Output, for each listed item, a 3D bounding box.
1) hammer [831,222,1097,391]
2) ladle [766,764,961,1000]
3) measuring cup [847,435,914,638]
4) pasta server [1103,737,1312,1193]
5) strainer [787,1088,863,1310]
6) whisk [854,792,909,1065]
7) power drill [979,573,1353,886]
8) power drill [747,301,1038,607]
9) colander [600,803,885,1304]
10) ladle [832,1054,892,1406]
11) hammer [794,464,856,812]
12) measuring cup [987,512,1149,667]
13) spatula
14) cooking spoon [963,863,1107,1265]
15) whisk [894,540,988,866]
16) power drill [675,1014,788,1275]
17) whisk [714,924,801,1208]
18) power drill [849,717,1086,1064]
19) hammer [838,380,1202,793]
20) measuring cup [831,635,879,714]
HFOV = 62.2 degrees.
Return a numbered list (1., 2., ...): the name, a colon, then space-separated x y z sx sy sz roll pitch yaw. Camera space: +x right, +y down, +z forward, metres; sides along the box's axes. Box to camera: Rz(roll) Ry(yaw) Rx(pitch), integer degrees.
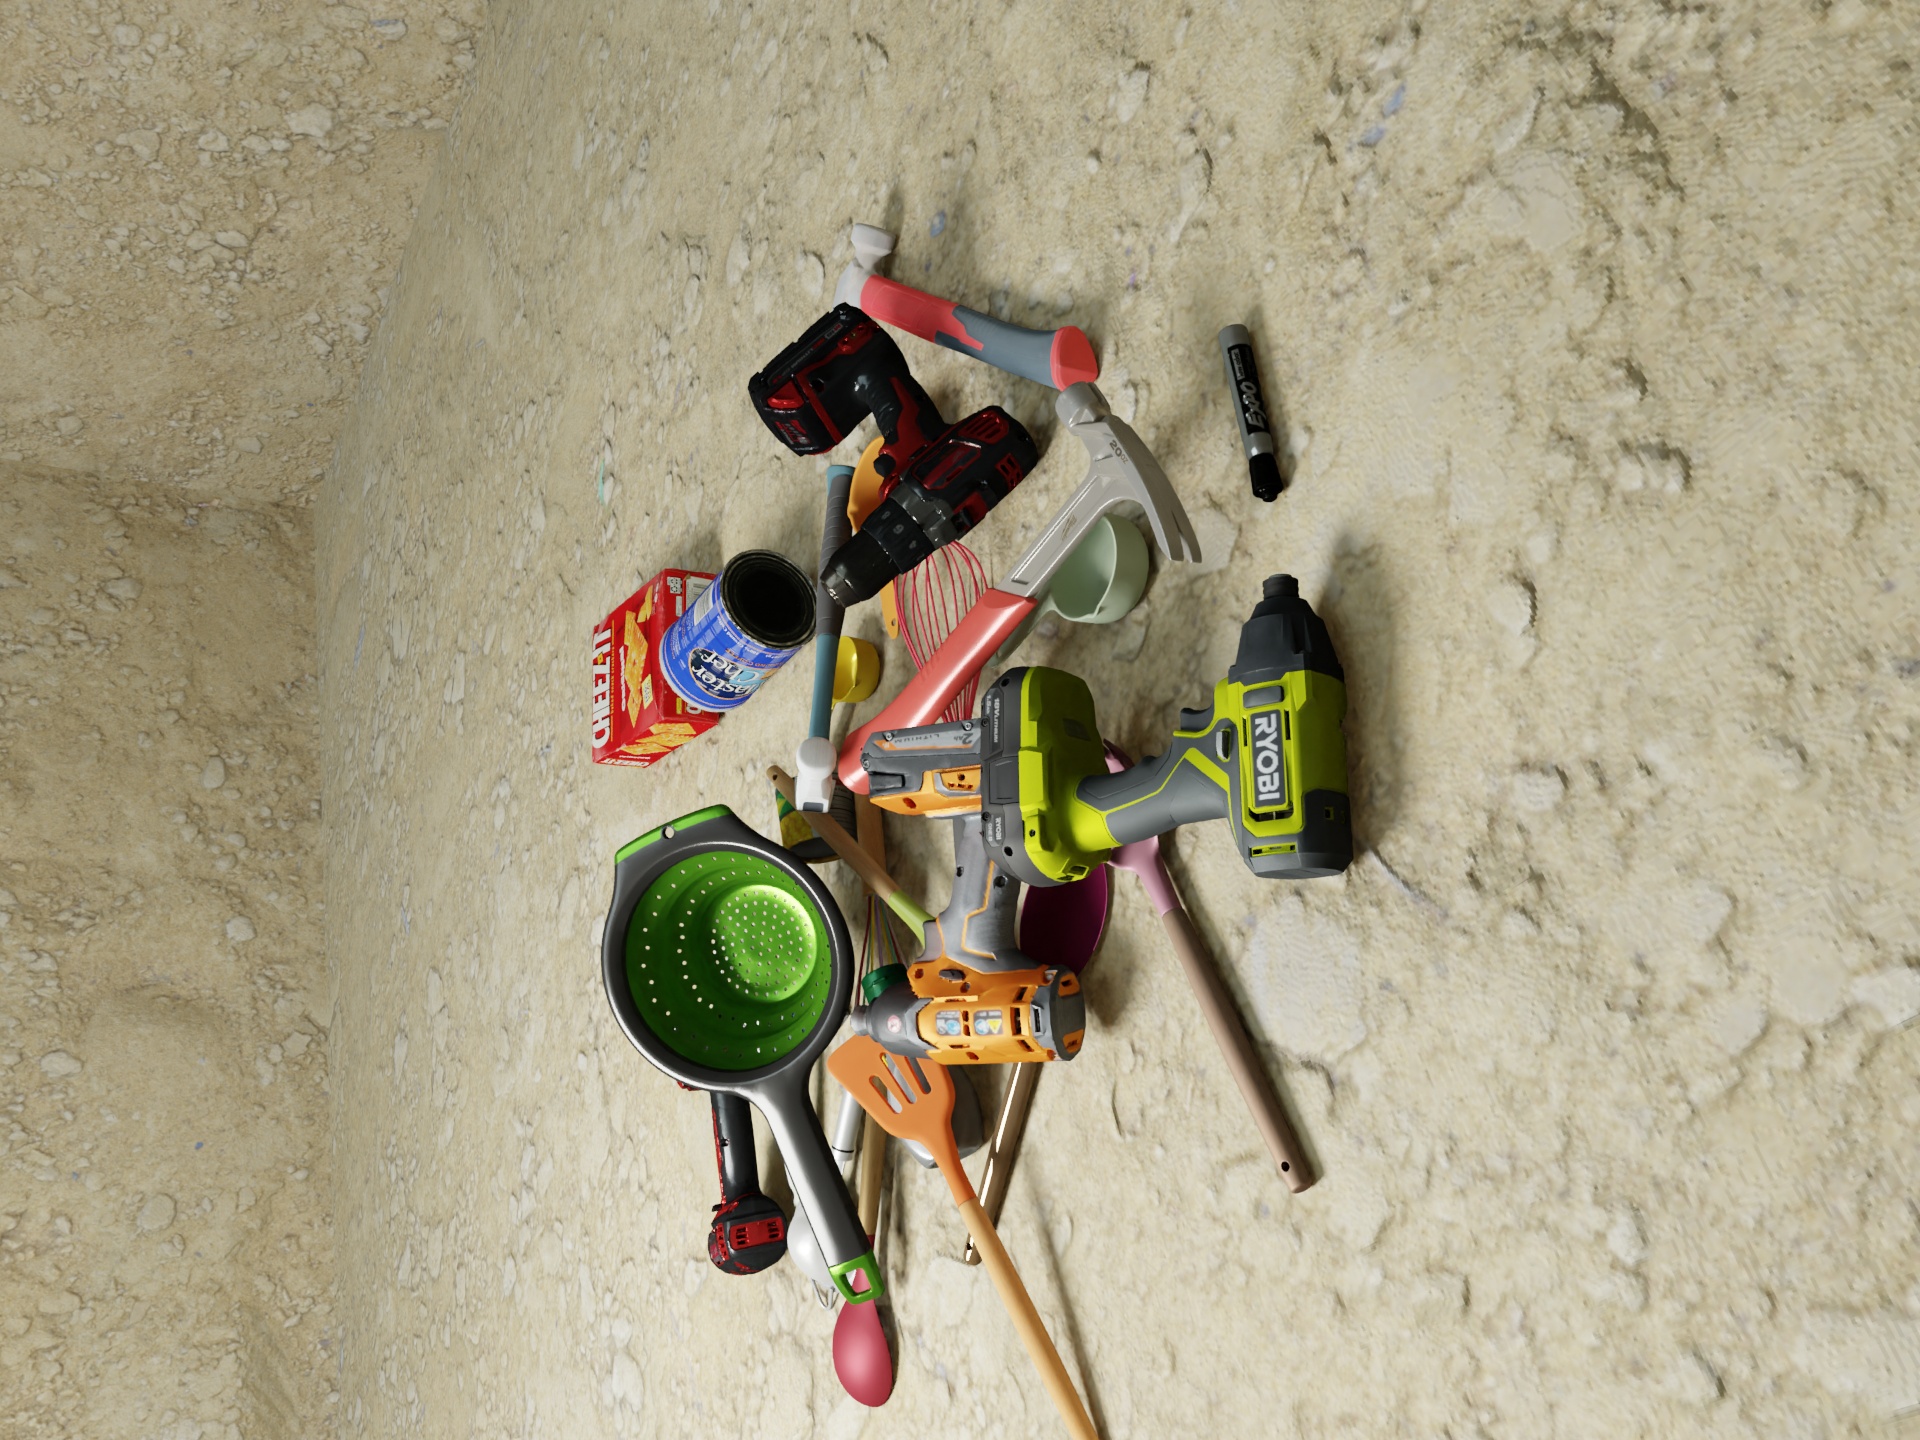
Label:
1. hammer: -0.012 -0.302 1.279 0.387 0.038 0.143 39 118 53
2. ladle: -0.072 0.119 1.224 0.320 0.062 0.078 41 98 40
3. measuring cup: -0.043 -0.145 1.287 0.095 0.052 0.174 -30 61 51
4. pasta server: 0.135 0.139 0.967 0.060 0.040 0.317 -45 48 28
5. strainer: -0.100 0.358 1.292 0.087 0.050 0.258 14 93 42
6. whisk: -0.065 0.163 1.276 0.051 0.047 0.245 -39 48 44
7. power drill: 0.121 0.014 0.944 0.223 0.080 0.171 -11 73 39
8. power drill: -0.071 -0.200 1.215 0.188 0.080 0.227 -42 55 -4
9. colander: -0.141 0.260 1.260 0.204 0.094 0.397 -24 86 12
10. ladle: -0.070 0.377 1.252 0.069 0.031 0.315 -4 79 47
11. hammer: -0.107 -0.076 1.304 0.128 0.033 0.331 104 170 -60
12. measuring cup: 0.073 -0.081 1.106 0.167 0.038 0.083 -45 48 47
13. spatula: 0.013 0.345 1.069 0.081 0.041 0.323 -33 61 4
14. cooking spoon: 0.046 0.235 1.104 0.069 0.017 0.319 24 105 40
15. whisk: -0.002 -0.004 1.192 0.073 0.073 0.296 -24 69 53
16. power drill: -0.203 0.376 1.404 0.143 0.078 0.220 124 137 -63
17. whisk: -0.158 0.293 1.343 0.058 0.059 0.246 152 104 -86
18. power drill: -0.007 0.118 1.072 0.164 0.084 0.226 -8 84 25
19. hammer: 0.020 -0.055 1.096 0.359 0.036 0.149 -49 56 37
20. measuring cup: -0.106 0.000 1.381 0.062 0.029 0.156 49 127 50
